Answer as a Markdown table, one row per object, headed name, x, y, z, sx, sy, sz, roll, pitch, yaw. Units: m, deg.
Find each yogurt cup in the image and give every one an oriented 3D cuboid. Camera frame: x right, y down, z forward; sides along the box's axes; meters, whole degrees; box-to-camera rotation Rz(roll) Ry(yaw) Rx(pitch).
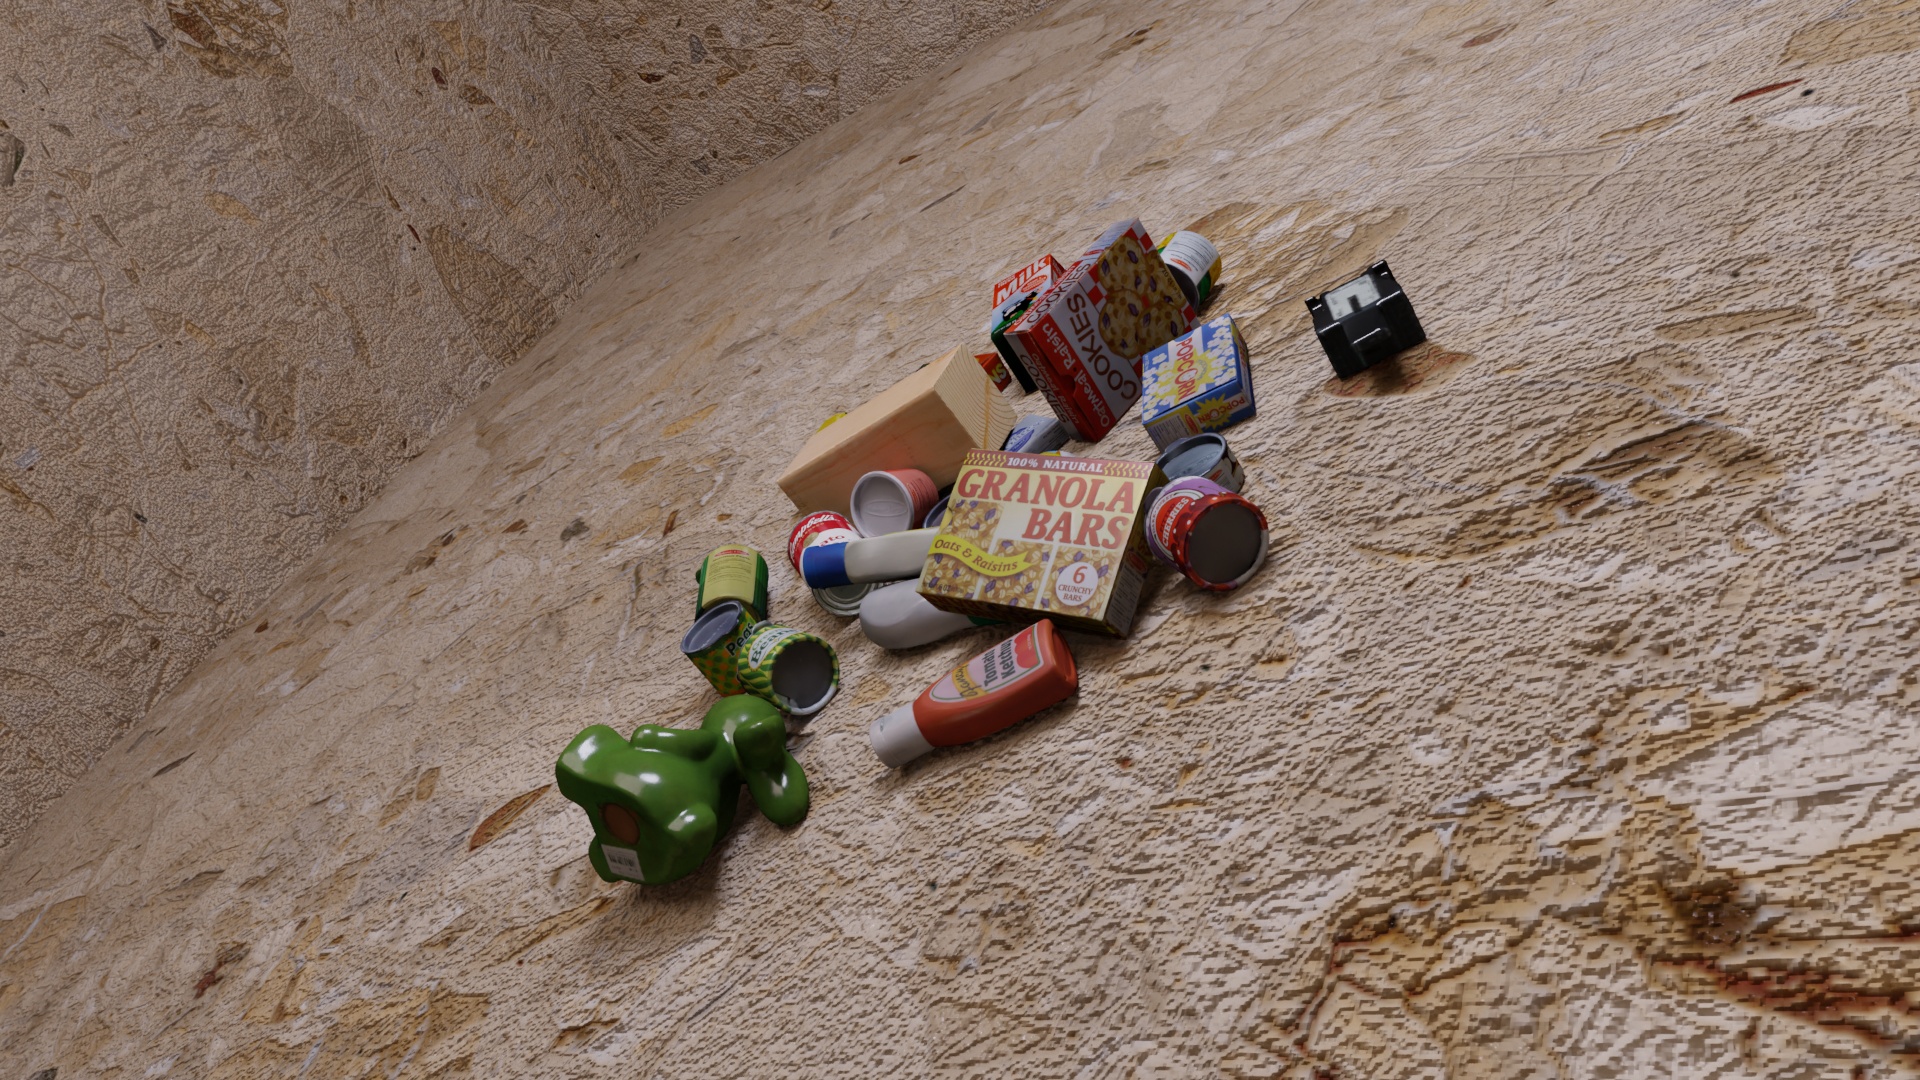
| name | x | y | z | sx | sy | sz | roll | pitch | yaw |
| --- | --- | --- | --- | --- | --- | --- | --- | --- | --- |
| yogurt cup | -0.056 | -0.033 | 1.236 | 0.072 | 0.072 | 0.054 | -16 | 3 | 36 |

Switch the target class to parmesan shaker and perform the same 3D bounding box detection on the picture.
| name | x | y | z | sx | sy | sz | roll | pitch | yaw |
| --- | --- | --- | --- | --- | --- | --- | --- | --- | --- |
| parmesan shaker | -0.219 | 0.056 | 1.314 | 0.071 | 0.071 | 0.103 | -31 | 26 | 10 |

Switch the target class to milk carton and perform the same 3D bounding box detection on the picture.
| name | x | y | z | sx | sy | sz | roll | pitch | yaw |
| --- | --- | --- | --- | --- | --- | --- | --- | --- | --- |
| milk carton | 0.081 | -0.236 | 1.448 | 0.072 | 0.073 | 0.191 | -27 | 26 | 17 |

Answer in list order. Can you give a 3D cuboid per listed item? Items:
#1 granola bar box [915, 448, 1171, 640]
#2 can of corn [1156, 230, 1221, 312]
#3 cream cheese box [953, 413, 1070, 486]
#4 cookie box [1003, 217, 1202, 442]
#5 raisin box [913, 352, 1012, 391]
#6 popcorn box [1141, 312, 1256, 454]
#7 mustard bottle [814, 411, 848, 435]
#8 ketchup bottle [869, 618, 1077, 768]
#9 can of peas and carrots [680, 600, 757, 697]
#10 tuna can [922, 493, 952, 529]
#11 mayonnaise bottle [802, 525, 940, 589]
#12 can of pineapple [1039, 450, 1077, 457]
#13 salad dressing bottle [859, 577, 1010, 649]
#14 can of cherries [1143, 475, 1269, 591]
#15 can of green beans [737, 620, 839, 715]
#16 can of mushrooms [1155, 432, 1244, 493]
| name | x | y | z | sx | sy | sz | roll | pitch | yaw |
| --- | --- | --- | --- | --- | --- | --- | --- | --- | --- |
| granola bar box | 0.059 | -0.001 | 1.009 | 0.165 | 0.039 | 0.124 | 7 | 67 | 36 |
| can of corn | 0.208 | -0.252 | 1.329 | 0.071 | 0.071 | 0.058 | -7 | 36 | 46 |
| cream cheese box | 0.047 | -0.074 | 1.262 | 0.104 | 0.024 | 0.053 | -42 | 24 | -15 |
| cookie box | 0.130 | -0.188 | 1.241 | 0.168 | 0.122 | 0.040 | -47 | 26 | -24 |
| raisin box | -0.016 | -0.154 | 1.466 | 0.123 | 0.040 | 0.086 | 0 | 41 | 51 |
| popcorn box | 0.197 | -0.131 | 1.159 | 0.085 | 0.038 | 0.127 | -26 | 27 | 22 |
| mustard bottle | -0.136 | -0.098 | 1.506 | 0.065 | 0.048 | 0.161 | -23 | 27 | 24 |
| ketchup bottle | 0.008 | 0.112 | 0.962 | 0.148 | 0.043 | 0.065 | -29 | 28 | 15 |
| can of peas and carrots | -0.204 | 0.097 | 1.235 | 0.071 | 0.058 | 0.071 | -28 | 26 | 15 |
| tuna can | 0.004 | -0.015 | 1.202 | 0.071 | 0.032 | 0.071 | -28 | 26 | 15 |
| mayonnaise bottle | -0.056 | 0.013 | 1.150 | 0.148 | 0.041 | 0.065 | -8 | -7 | 13 |
| can of pineapple | 0.076 | -0.030 | 1.098 | 0.071 | 0.071 | 0.058 | -31 | 25 | 9 |
| salad dressing bottle | -0.014 | 0.053 | 1.093 | 0.147 | 0.044 | 0.064 | -10 | 32 | 41 |
| can of cherries | 0.164 | -0.006 | 0.940 | 0.071 | 0.071 | 0.058 | -38 | 26 | -5 |
| can of green beans | -0.140 | 0.105 | 1.131 | 0.071 | 0.071 | 0.058 | -46 | 27 | -21 |
| can of mushrooms | 0.177 | -0.049 | 1.045 | 0.071 | 0.033 | 0.071 | -29 | 26 | 16 |
